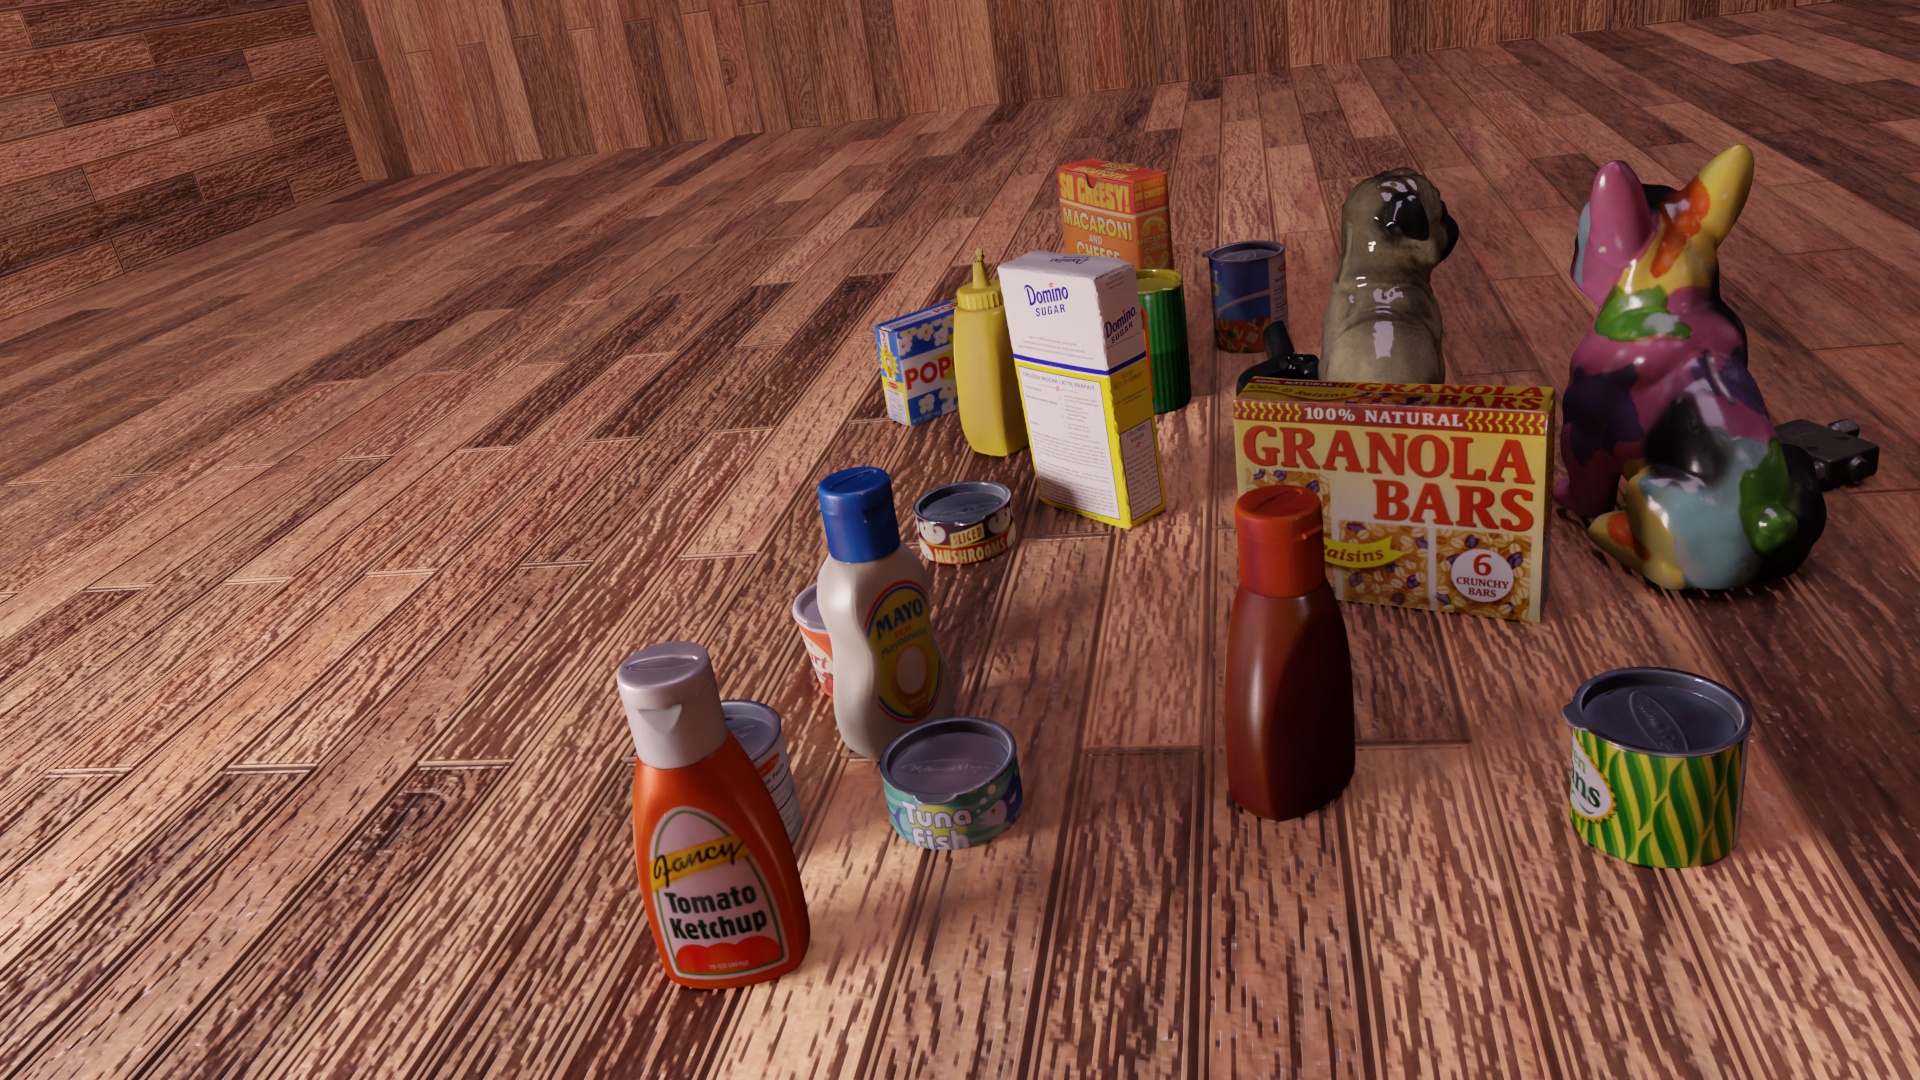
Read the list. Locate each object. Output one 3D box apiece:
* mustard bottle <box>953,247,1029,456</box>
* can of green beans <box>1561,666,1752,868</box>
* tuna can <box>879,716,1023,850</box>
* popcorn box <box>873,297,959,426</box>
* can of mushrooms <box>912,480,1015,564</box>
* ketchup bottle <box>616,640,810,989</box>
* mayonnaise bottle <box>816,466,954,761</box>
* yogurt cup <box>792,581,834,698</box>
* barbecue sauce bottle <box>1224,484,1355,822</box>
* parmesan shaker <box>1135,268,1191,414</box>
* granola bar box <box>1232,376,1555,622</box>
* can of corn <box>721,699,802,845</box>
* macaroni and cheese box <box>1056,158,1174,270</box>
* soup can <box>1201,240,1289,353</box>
[{"bbox_3d":[0.024,-0.147,1.062,0.049,0.159,0.065,10,31,36],"label":"mustard bottle"},{"bbox_3d":[0.291,0.094,0.582,0.071,0.057,0.071,-7,25,4],"label":"can of green beans"},{"bbox_3d":[-0.004,0.117,0.662,0.071,0.032,0.071,-7,25,4],"label":"tuna can"},{"bbox_3d":[-0.008,-0.158,1.186,0.127,0.085,0.038,-24,28,-29],"label":"popcorn box"},{"bbox_3d":[0.003,-0.012,0.932,0.071,0.033,0.071,-7,25,4],"label":"can of mushrooms"},{"bbox_3d":[-0.105,0.113,0.567,0.065,0.148,0.044,-8,25,3],"label":"ketchup bottle"},{"bbox_3d":[-0.042,0.037,0.709,0.065,0.147,0.041,-27,30,-34],"label":"mayonnaise bottle"},{"bbox_3d":[-0.057,0.055,0.787,0.072,0.053,0.073,-7,25,4],"label":"yogurt cup"},{"bbox_3d":[0.145,0.049,0.619,0.065,0.148,0.044,-24,29,-30],"label":"barbecue sauce bottle"},{"bbox_3d":[0.151,-0.158,1.112,0.071,0.102,0.071,-7,25,4],"label":"parmesan shaker"},{"bbox_3d":[0.240,-0.026,0.775,0.165,0.123,0.039,6,29,29],"label":"granola bar box"},{"bbox_3d":[-0.115,0.118,0.667,0.071,0.058,0.071,-7,25,4],"label":"can of corn"},{"bbox_3d":[0.139,-0.243,1.222,0.040,0.165,0.124,-19,27,-21],"label":"macaroni and cheese box"},{"bbox_3d":[0.251,-0.215,1.221,0.071,0.083,0.071,-7,25,4],"label":"soup can"}]
